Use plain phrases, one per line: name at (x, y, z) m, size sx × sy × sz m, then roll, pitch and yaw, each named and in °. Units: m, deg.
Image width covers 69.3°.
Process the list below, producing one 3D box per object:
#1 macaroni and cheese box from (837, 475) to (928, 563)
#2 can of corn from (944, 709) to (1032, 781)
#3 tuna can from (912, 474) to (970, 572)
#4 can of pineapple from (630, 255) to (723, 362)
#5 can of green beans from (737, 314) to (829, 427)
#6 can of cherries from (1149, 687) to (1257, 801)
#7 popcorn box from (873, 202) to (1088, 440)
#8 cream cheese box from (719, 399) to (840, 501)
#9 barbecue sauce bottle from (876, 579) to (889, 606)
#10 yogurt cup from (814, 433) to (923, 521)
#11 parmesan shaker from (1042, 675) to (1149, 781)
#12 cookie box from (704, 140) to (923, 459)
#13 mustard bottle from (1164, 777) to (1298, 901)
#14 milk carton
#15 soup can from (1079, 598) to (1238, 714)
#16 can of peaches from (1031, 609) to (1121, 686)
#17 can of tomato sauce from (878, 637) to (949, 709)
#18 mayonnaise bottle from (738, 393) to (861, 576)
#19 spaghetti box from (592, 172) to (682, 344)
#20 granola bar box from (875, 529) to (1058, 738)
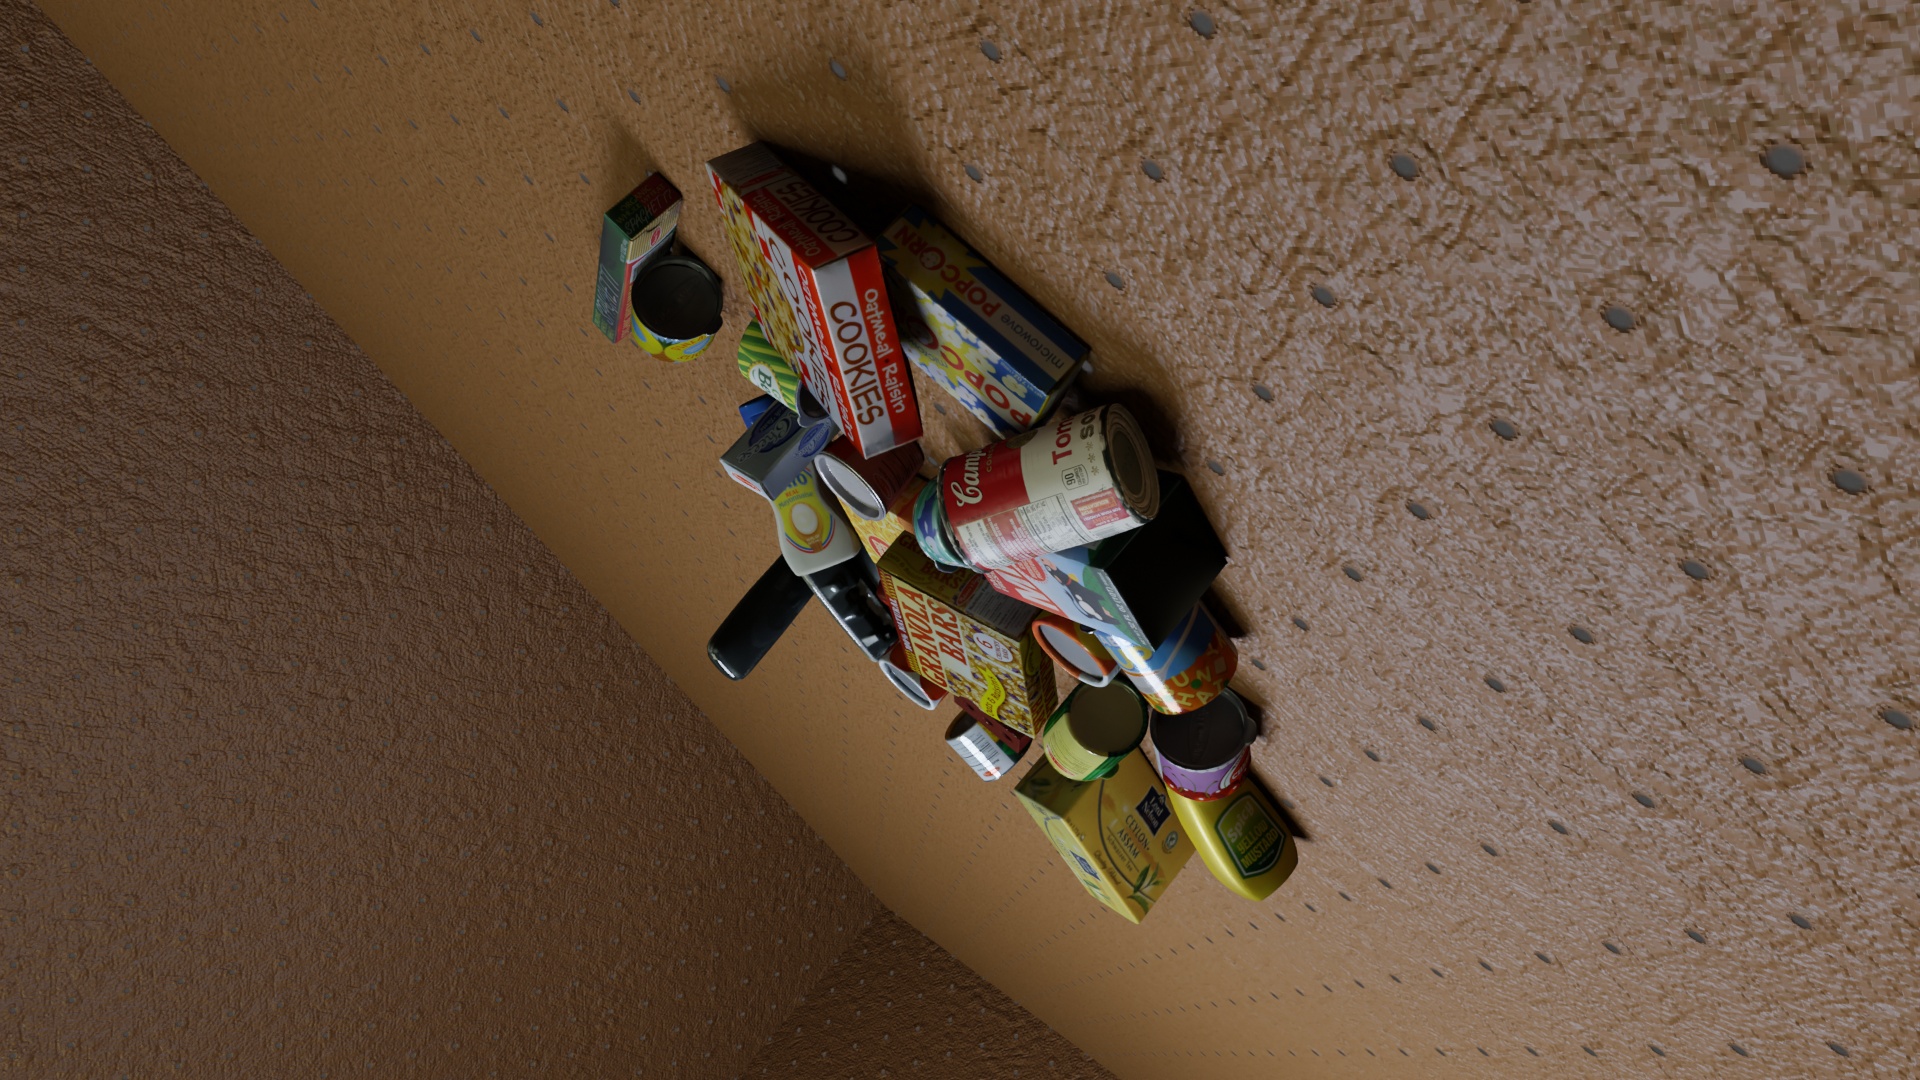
macaroni and cheese box at (-0.019, 0.005, 1.077) m, size 0.167 × 0.040 × 0.123 m, roll 30°, pitch 159°, yaw 34°
can of corn at (0.028, 0.191, 1.361) m, size 0.058 × 0.071 × 0.071 m, roll 48°, pitch 161°, yaw -11°
tuna can at (0.003, -0.012, 0.944) m, size 0.071 × 0.071 × 0.033 m, roll 51°, pitch 159°, yaw -23°
can of pineapple at (-0.213, -0.171, 1.041) m, size 0.071 × 0.071 × 0.057 m, roll 44°, pitch 162°, yaw -3°
can of green beans at (-0.106, -0.122, 0.931) m, size 0.058 × 0.071 × 0.071 m, roll 34°, pitch 160°, yaw 24°
can of cherries at (0.168, 0.139, 0.950) m, size 0.071 × 0.072 × 0.058 m, roll 32°, pitch 159°, yaw 29°
popcorn box at (0.004, -0.114, 0.763) m, size 0.127 × 0.038 × 0.085 m, roll 41°, pitch 163°, yaw 5°
cream cheese box at (-0.120, -0.079, 0.995) m, size 0.053 × 0.104 × 0.024 m, roll 27°, pitch 159°, yaw 41°
barbecue sauce bottle at (0.002, 0.063, 1.146) m, size 0.149 × 0.043 × 0.065 m, roll 26°, pitch -175°, yaw 35°
yogurt cup at (-0.064, -0.056, 1.012) m, size 0.072 × 0.054 × 0.072 m, roll 37°, pitch 161°, yaw 16°
parmesan shaker at (0.108, 0.151, 1.098) m, size 0.071 × 0.071 × 0.102 m, roll 40°, pitch 161°, yaw 8°
cookie box at (-0.082, -0.139, 0.784) m, size 0.168 × 0.040 × 0.122 m, roll 49°, pitch 160°, yaw 47°
mustard bottle at (0.191, 0.196, 1.037) m, size 0.160 × 0.065 × 0.049 m, roll 53°, pitch 163°, yaw -18°
milk carton at (0.059, -0.005, 0.839) m, size 0.191 × 0.074 × 0.072 m, roll 20°, pitch 151°, yaw 51°
soup can at (0.121, 0.058, 0.856) m, size 0.083 × 0.071 × 0.071 m, roll 51°, pitch 160°, yaw -24°
can of peaches at (0.089, 0.055, 0.937) m, size 0.071 × 0.058 × 0.071 m, roll 37°, pitch 161°, yaw 15°
can of tomato sauce at (-0.020, 0.097, 1.216) m, size 0.071 × 0.083 × 0.071 m, roll 38°, pitch 161°, yaw 15°
mayonnaise bottle at (-0.136, -0.048, 1.134) m, size 0.041 × 0.065 × 0.147 m, roll -69°, pitch -43°, yaw -73°
spaghetti box at (-0.251, -0.209, 1.063) m, size 0.028 × 0.050 × 0.249 m, roll 46°, pitch 162°, yaw -5°
granola bar box at (0.008, 0.073, 1.039) m, size 0.124 × 0.039 × 0.164 m, roll 27°, pitch 155°, yaw 22°
